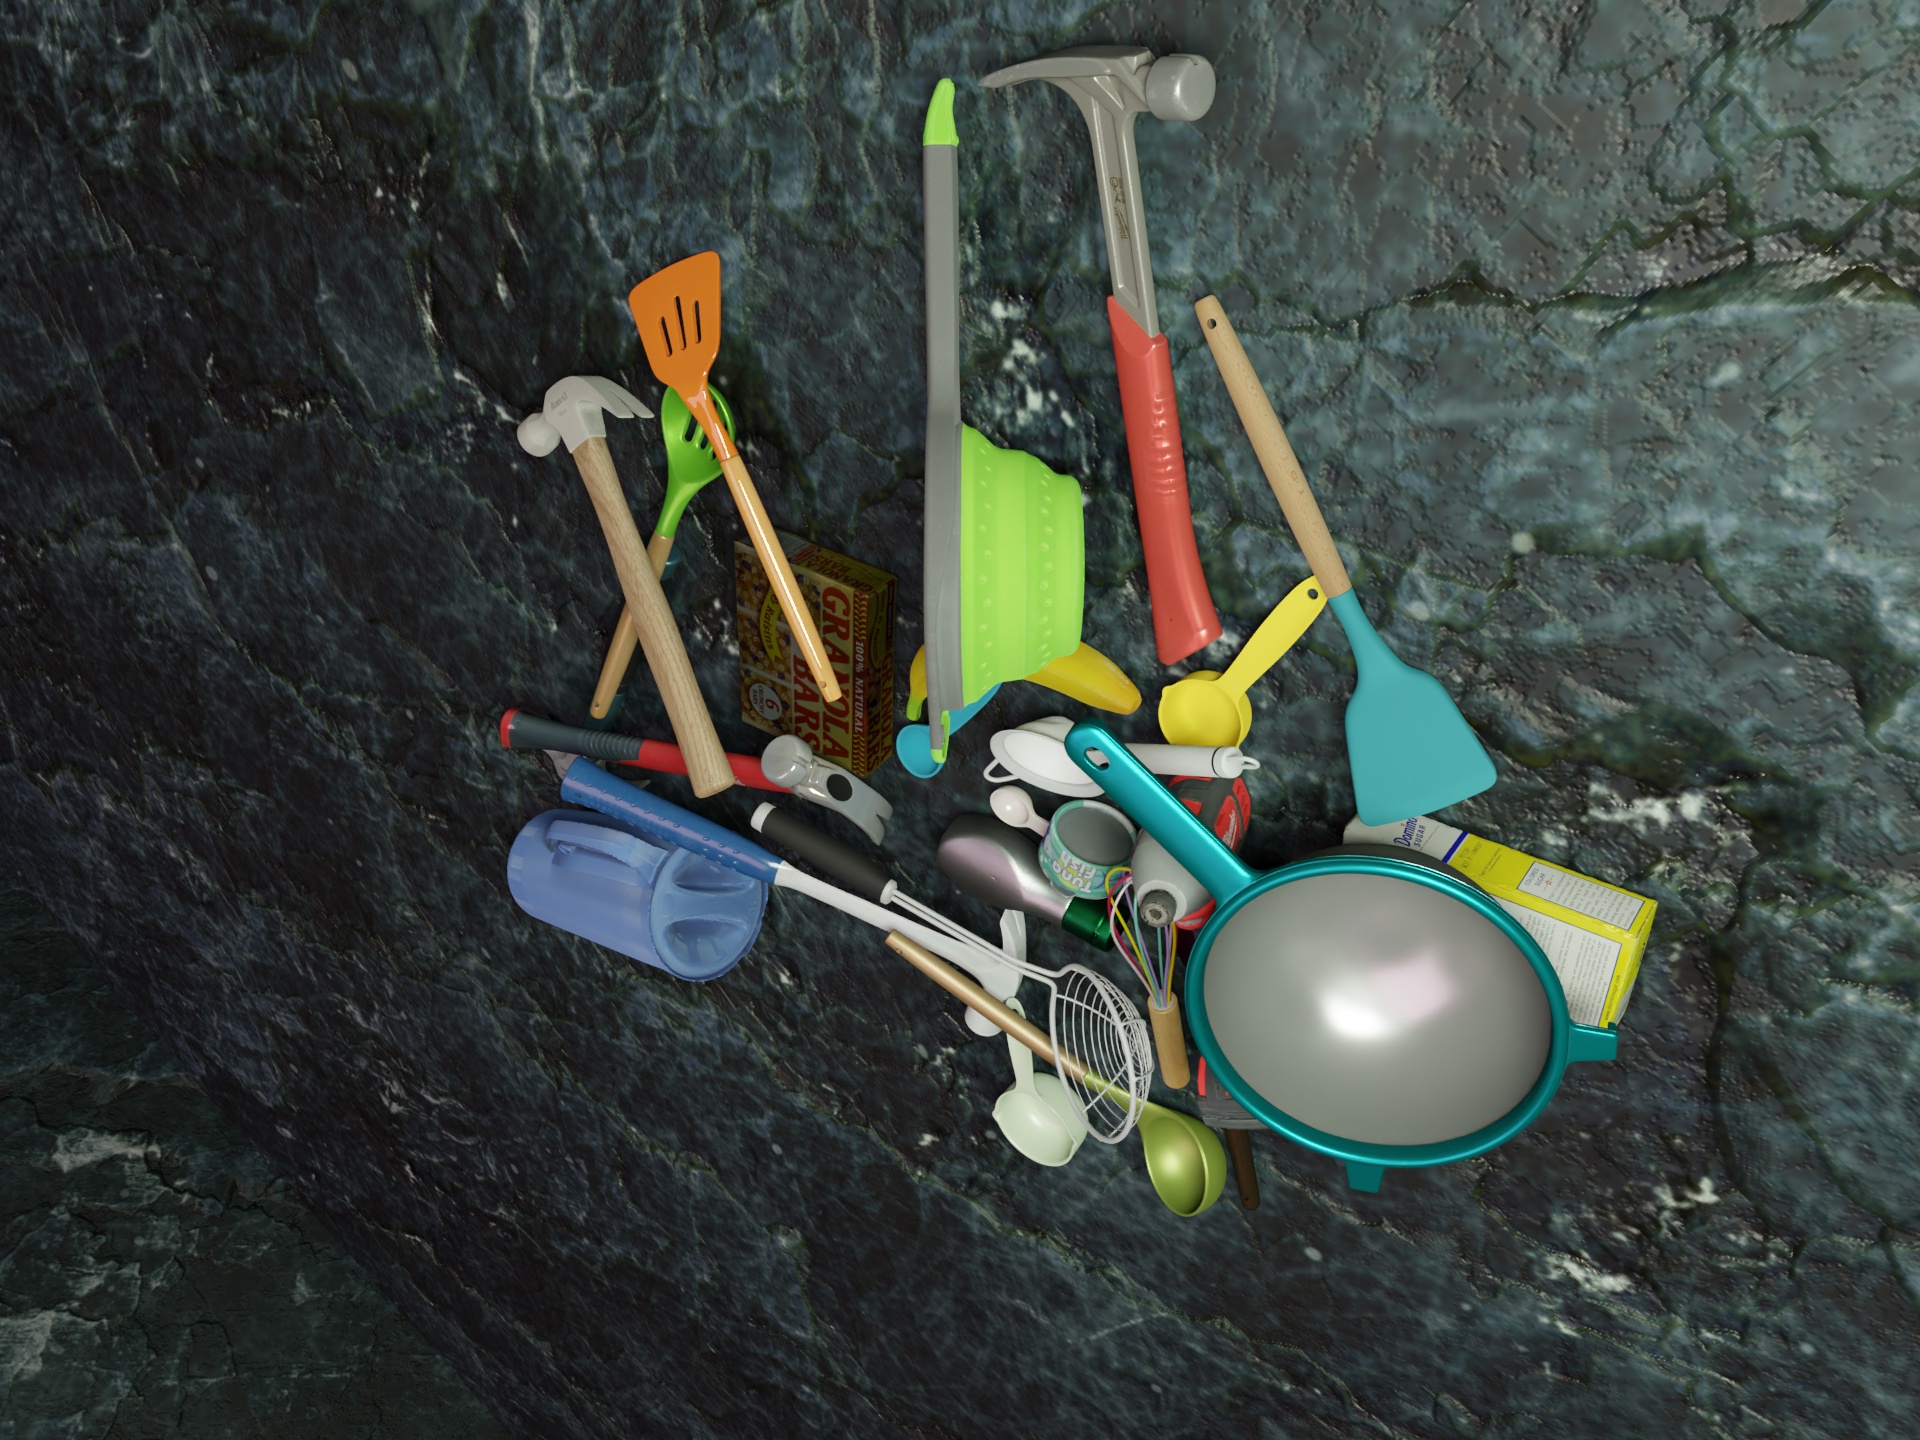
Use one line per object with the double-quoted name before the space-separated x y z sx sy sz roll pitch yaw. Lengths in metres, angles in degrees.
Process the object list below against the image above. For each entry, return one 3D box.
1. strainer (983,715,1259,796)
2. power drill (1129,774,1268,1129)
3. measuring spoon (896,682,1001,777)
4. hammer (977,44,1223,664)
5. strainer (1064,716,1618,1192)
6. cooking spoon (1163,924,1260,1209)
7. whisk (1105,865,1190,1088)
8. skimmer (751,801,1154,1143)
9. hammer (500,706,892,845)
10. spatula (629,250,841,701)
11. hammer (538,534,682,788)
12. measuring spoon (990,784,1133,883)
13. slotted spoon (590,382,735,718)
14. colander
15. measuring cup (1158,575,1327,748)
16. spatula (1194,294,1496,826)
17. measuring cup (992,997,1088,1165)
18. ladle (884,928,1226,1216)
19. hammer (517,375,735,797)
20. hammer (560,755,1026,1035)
"strainer" 0.103 0.023 1.039 0.086 0.050 0.258 37 161 -29
"power drill" 0.172 0.150 1.028 0.078 0.143 0.219 -11 113 29
"measuring spoon" -0.002 -0.004 1.165 0.042 0.021 0.128 52 129 8
"hammer" 0.099 -0.196 0.914 0.149 0.037 0.358 23 136 45
"strainer" 0.197 0.106 0.924 0.340 0.095 0.211 44 124 -3
"cooking spoon" 0.188 0.234 1.164 0.069 0.017 0.318 6 121 39
"whisk" 0.139 0.184 1.133 0.047 0.051 0.244 -3 133 14
"skimmer" -0.016 0.175 1.169 0.363 0.090 0.127 29 138 13
"hammer" -0.236 0.036 1.315 0.386 0.038 0.143 8 160 36
"spatula" -0.148 -0.164 1.121 0.081 0.041 0.322 -17 103 27
"hammer" -0.298 -0.042 1.371 0.128 0.033 0.330 42 137 10
"measuring spoon" 0.078 0.082 1.158 0.124 0.018 0.034 30 139 11
"slotted spoon" -0.235 -0.124 1.218 0.070 0.031 0.313 37 122 16
"colander" 0.027 -0.174 0.958 0.094 0.204 0.397 0 106 2
"measuring cup" 0.182 -0.037 0.983 0.062 0.029 0.156 43 125 8
"spatula" 0.205 -0.093 0.902 0.082 0.044 0.317 -23 102 27
"measuring cup" 0.063 0.286 1.295 0.083 0.038 0.167 9 121 36
"ladle" 0.069 0.266 1.226 0.320 0.062 0.078 35 137 3
"hammer" -0.237 -0.102 1.186 0.130 0.031 0.331 -26 83 44
"hammer" -0.135 0.122 1.279 0.405 0.035 0.144 23 132 7
